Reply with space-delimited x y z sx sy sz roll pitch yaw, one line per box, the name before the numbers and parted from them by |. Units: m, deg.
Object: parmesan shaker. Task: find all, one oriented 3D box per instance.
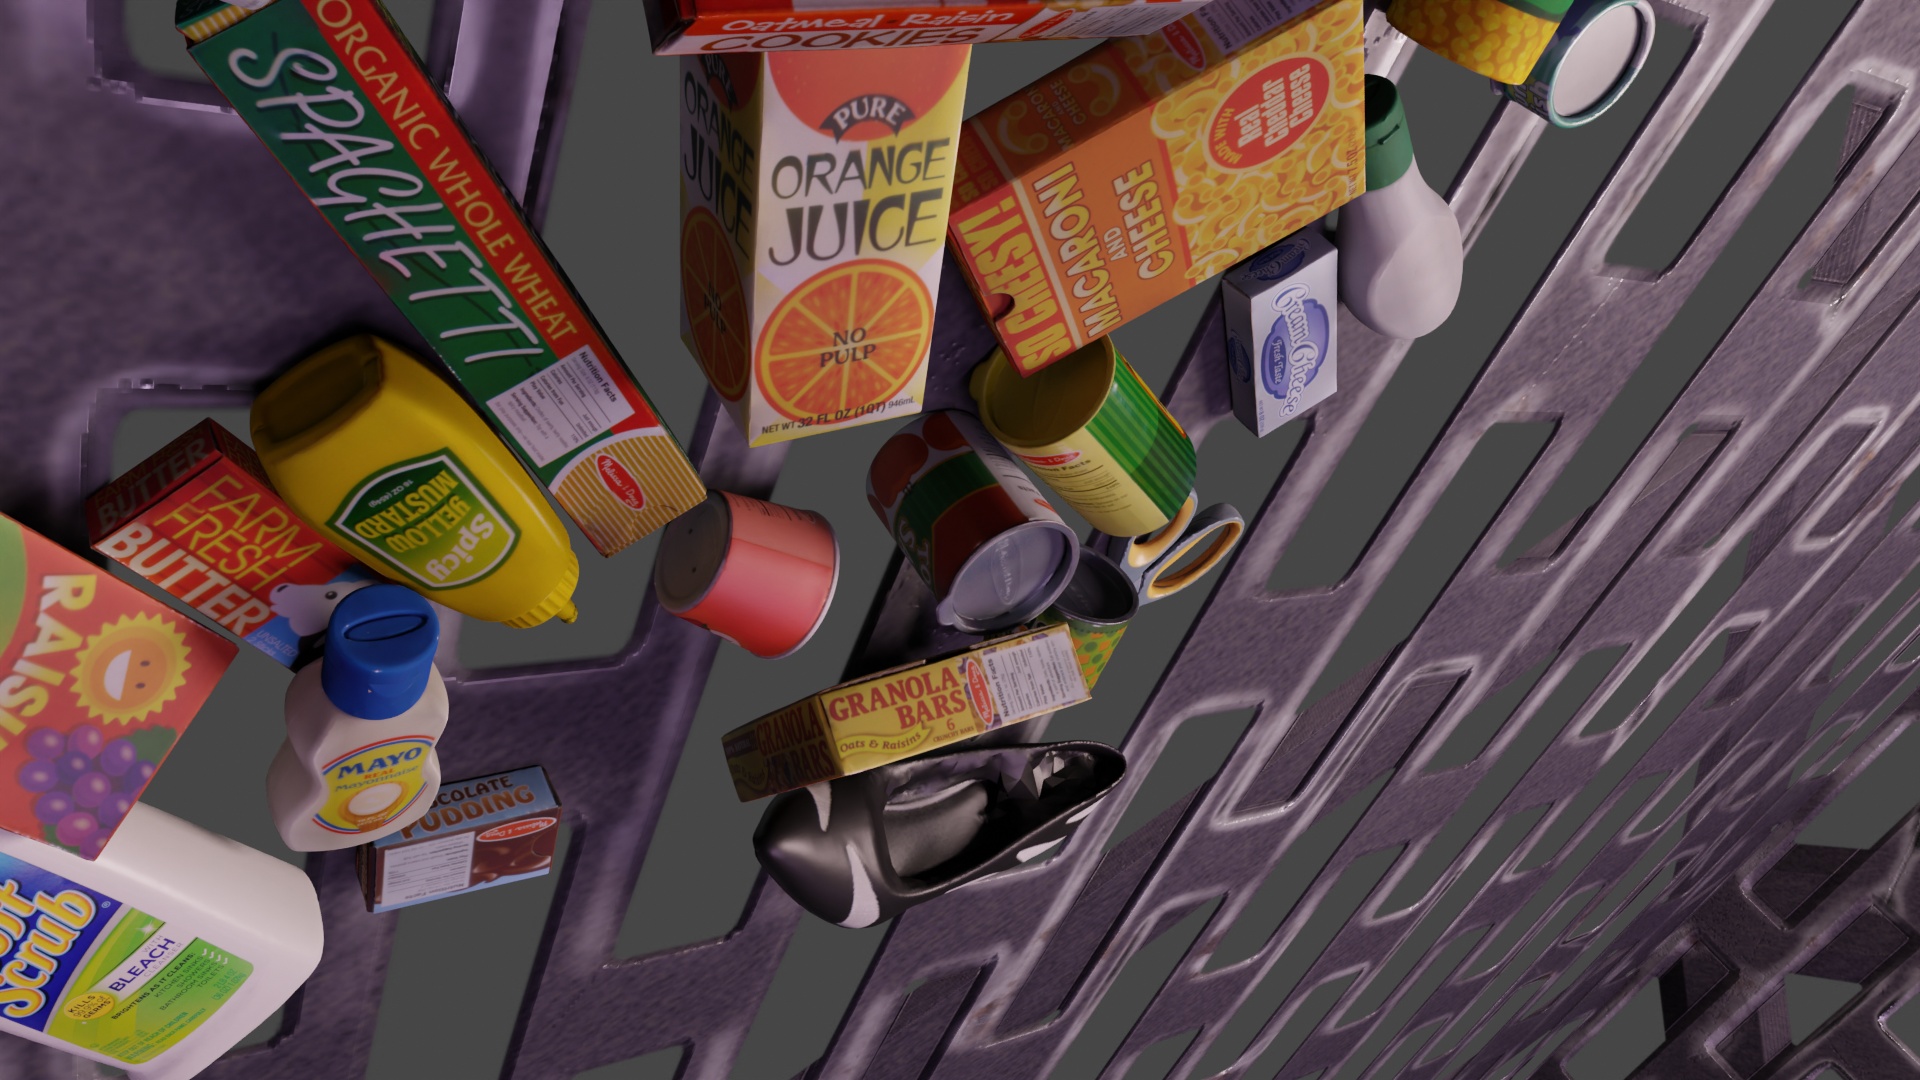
parmesan shaker | 0.059 -0.051 0.642 0.071 0.071 0.103 -42 143 7

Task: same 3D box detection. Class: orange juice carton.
orange juice carton | -0.048 -0.132 0.464 0.072 0.073 0.191 -15 137 -26

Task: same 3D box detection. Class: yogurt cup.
yogurt cup | -0.092 0.012 0.589 0.054 0.072 0.072 23 114 -40

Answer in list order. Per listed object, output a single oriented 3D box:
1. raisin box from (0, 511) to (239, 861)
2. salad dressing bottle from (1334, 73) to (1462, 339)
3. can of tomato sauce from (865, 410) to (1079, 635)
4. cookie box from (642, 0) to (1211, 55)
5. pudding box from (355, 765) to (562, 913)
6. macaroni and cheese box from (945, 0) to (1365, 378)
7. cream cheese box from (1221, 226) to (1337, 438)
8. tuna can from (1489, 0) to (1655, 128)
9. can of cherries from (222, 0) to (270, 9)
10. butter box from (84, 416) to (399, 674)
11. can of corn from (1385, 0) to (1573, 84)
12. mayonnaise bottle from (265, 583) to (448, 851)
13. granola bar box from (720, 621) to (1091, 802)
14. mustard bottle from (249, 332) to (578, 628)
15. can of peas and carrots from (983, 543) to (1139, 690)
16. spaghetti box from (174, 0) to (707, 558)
raisin box | -0.308 0.040 0.438 0.086 0.040 0.123 -65 147 -21
salad dressing bottle | 0.202 -0.156 0.661 0.064 0.044 0.147 -42 141 -1
can of tomato sauce | 0.002 -0.008 0.625 0.071 0.083 0.070 -21 140 -19
cookie box | -0.013 -0.205 0.388 0.168 0.040 0.122 -13 97 -27
pudding box | -0.230 0.137 0.639 0.084 0.030 0.049 -7 133 -33
macaroni and cheese box | 0.075 -0.143 0.541 0.166 0.040 0.123 -29 153 4
cream cheese box | 0.162 -0.103 0.699 0.053 0.024 0.103 -31 142 -9
tuna can | 0.290 -0.231 0.659 0.071 0.033 0.070 -21 140 -20
can of cherries | -0.188 -0.169 0.324 0.058 0.072 0.071 8 124 -43
butter box | -0.248 0.006 0.493 0.053 0.024 0.103 -35 142 -2
can of corn | 0.218 -0.231 0.576 0.071 0.071 0.058 -2 131 -36
mayonnaise bottle | -0.228 0.070 0.532 0.065 0.041 0.147 -13 153 -35
granola bar box | -0.032 0.084 0.660 0.124 0.039 0.165 -14 172 -26
mustard bottle | -0.182 -0.007 0.510 0.065 0.049 0.159 -33 142 1
can of peas and carrots | 0.050 0.042 0.728 0.071 0.071 0.058 -3 132 -35
spaghetti box | -0.158 -0.083 0.467 0.050 0.029 0.249 -32 142 -6
